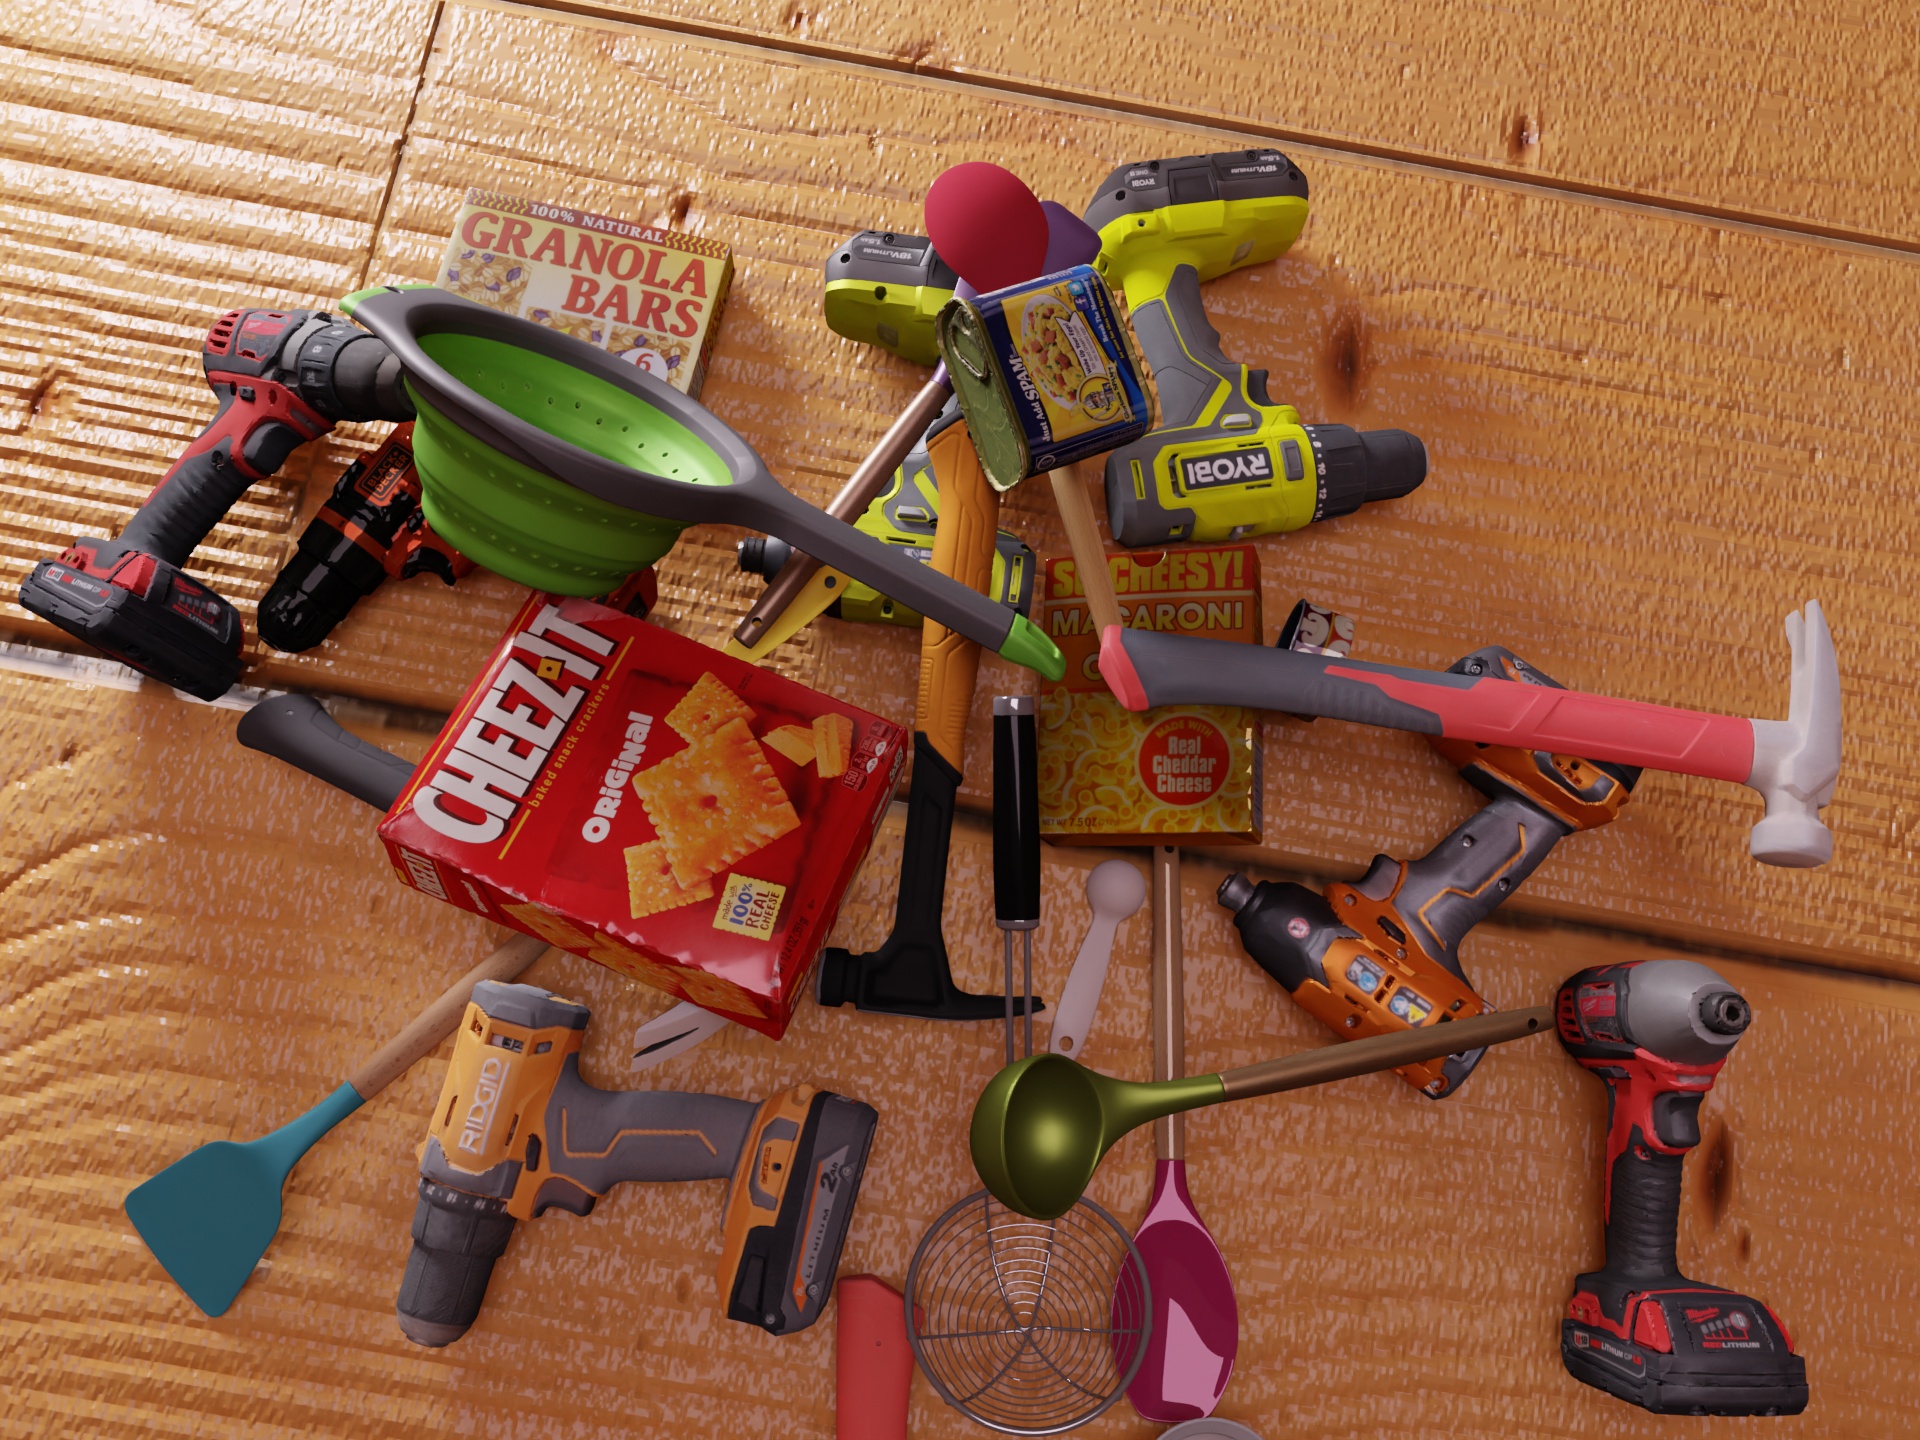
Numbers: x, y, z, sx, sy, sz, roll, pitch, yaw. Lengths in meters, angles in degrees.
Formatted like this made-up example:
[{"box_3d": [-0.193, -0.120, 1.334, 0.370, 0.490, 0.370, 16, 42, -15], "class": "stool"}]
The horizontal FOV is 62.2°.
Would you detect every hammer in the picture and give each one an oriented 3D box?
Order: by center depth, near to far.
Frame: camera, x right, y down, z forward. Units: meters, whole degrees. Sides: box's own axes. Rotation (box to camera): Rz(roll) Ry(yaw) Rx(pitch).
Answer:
[{"box_3d": [-0.051, 0.468, 0.797, 0.149, 0.036, 0.359, -2, 76, -3], "class": "hammer"}, {"box_3d": [0.268, -0.022, 0.849, 0.386, 0.038, 0.143, 9, 74, 3], "class": "hammer"}, {"box_3d": [-0.250, 0.069, 0.862, 0.335, 0.035, 0.146, 24, 42, 11], "class": "hammer"}, {"box_3d": [-0.001, -0.003, 0.879, 0.127, 0.034, 0.337, 6, 90, -1], "class": "hammer"}]

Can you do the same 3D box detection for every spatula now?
[{"box_3d": [-0.306, 0.183, 0.866, 0.317, 0.044, 0.082, -41, 81, -16], "class": "spatula"}, {"box_3d": [-0.029, -0.169, 0.896, 0.060, 0.018, 0.316, 36, 81, -2], "class": "spatula"}]

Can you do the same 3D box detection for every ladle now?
[{"box_3d": [0.158, 0.180, 0.791, 0.320, 0.062, 0.078, -9, 92, -12], "class": "ladle"}, {"box_3d": [0.049, -0.166, 0.886, 0.069, 0.031, 0.315, -16, 88, -11], "class": "ladle"}]

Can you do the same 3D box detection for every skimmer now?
[{"box_3d": [0.033, 0.168, 0.817, 0.127, 0.090, 0.363, -1, 90, 0], "class": "skimmer"}]

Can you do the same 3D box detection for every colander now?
[{"box_3d": [-0.137, -0.090, 0.823, 0.397, 0.204, 0.094, 28, 109, -3], "class": "colander"}]

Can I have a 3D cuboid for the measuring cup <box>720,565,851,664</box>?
[{"box_3d": [-0.121, -0.038, 0.907, 0.156, 0.029, 0.062, -38, 82, 6], "class": "measuring cup"}]

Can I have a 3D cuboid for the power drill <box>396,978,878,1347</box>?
[{"box_3d": [-0.173, 0.251, 0.825, 0.226, 0.084, 0.185, 15, 80, 4], "class": "power drill"}]

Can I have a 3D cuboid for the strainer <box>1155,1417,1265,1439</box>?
[{"box_3d": [0.060, 0.406, 0.798, 0.258, 0.050, 0.087, -5, 80, -13], "class": "strainer"}]

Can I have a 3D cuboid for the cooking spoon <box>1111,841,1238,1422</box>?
[{"box_3d": [0.116, 0.216, 0.878, 0.068, 0.017, 0.319, 2, 76, -3], "class": "cooking spoon"}]

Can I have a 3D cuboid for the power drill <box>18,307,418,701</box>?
[{"box_3d": [-0.393, -0.129, 0.879, 0.188, 0.080, 0.227, 16, 72, 36], "class": "power drill"}]

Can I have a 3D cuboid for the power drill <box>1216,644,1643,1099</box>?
[{"box_3d": [0.260, 0.073, 0.891, 0.164, 0.084, 0.226, 35, 80, 7], "class": "power drill"}]

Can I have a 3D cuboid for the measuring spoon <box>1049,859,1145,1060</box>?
[{"box_3d": [0.075, 0.137, 0.896, 0.034, 0.018, 0.124, 19, 76, 2], "class": "measuring spoon"}]

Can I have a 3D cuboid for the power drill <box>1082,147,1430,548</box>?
[{"box_3d": [0.172, -0.222, 0.964, 0.190, 0.080, 0.229, -8, 79, -4], "class": "power drill"}]

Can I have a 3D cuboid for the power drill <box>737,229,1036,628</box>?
[{"box_3d": [-0.033, -0.167, 0.941, 0.171, 0.080, 0.223, 8, 79, -1], "class": "power drill"}]

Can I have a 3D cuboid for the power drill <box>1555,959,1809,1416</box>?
[{"box_3d": [0.367, 0.234, 0.822, 0.078, 0.143, 0.220, 2, 78, -5], "class": "power drill"}]
